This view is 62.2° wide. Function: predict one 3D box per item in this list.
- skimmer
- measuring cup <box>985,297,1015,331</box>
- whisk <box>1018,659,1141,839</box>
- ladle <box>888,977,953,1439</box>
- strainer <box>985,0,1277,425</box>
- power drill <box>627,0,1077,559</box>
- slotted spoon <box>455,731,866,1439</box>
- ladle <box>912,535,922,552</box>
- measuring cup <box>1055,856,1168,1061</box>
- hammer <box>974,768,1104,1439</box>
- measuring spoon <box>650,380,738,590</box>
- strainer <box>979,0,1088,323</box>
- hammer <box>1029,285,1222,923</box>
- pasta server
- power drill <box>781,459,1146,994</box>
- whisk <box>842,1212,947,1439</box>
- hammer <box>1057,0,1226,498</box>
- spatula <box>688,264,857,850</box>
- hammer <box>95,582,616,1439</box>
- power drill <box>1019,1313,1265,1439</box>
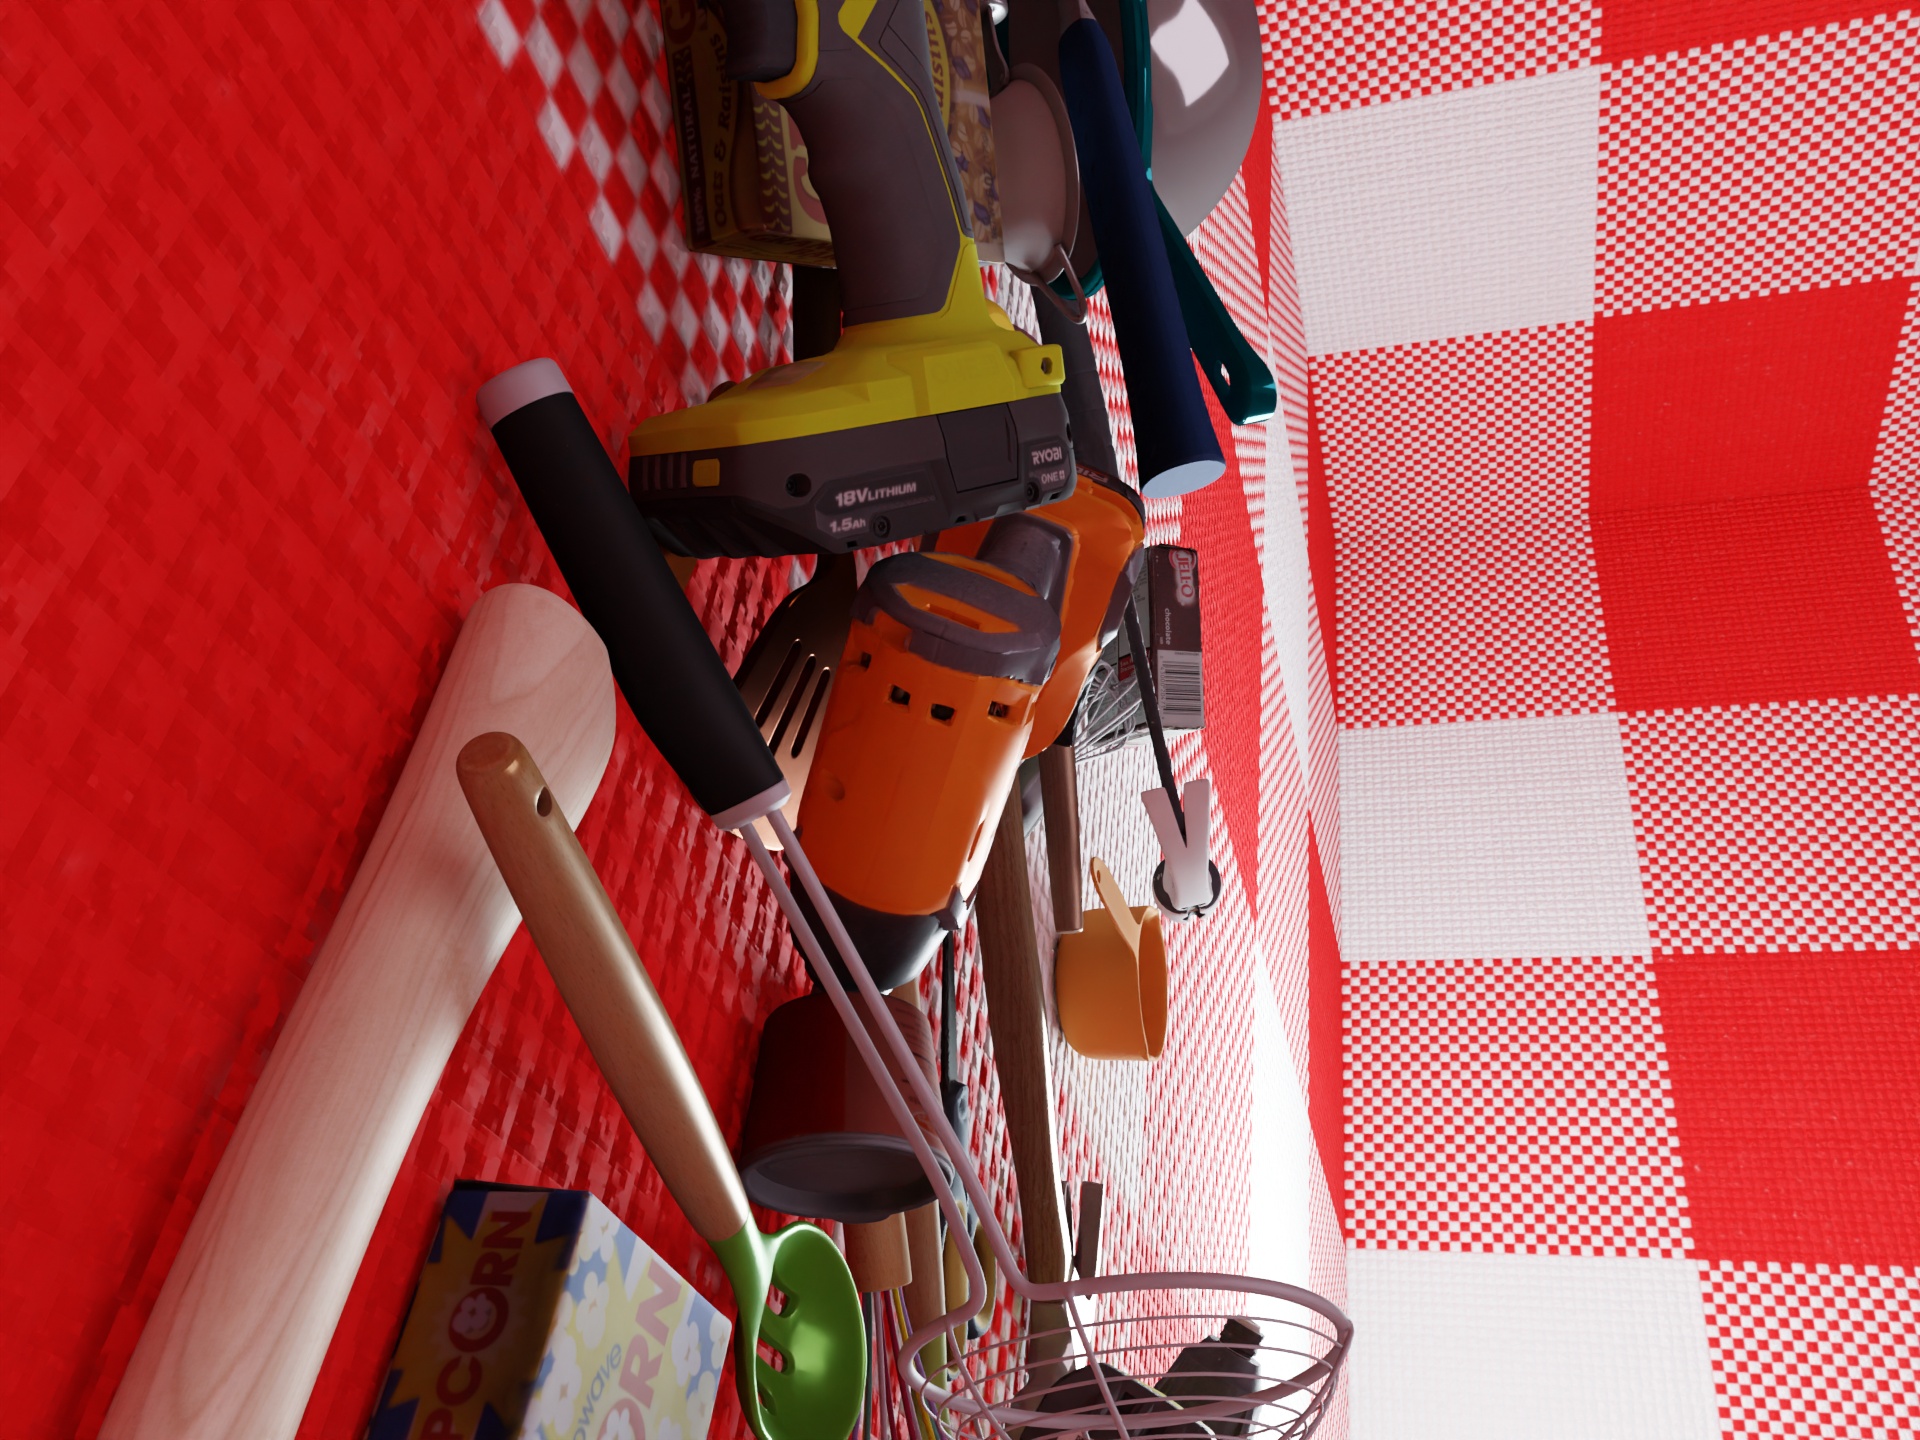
[{"bbox_3d":[-0.015,0.067,0.434,0.363,0.127,0.090,62,26,-5],"label":"skimmer"},{"bbox_3d":[0.010,-0.121,0.747,0.062,0.029,0.156,-7,94,-60],"label":"measuring cup"},{"bbox_3d":[0.051,0.020,0.837,0.057,0.059,0.246,69,26,-13],"label":"whisk"},{"bbox_3d":[-0.007,0.202,0.597,0.078,0.062,0.320,1,81,-44],"label":"ladle"},{"bbox_3d":[0.102,-0.262,0.722,0.210,0.095,0.341,99,-24,-54],"label":"strainer"},{"bbox_3d":[-0.051,-0.164,0.437,0.190,0.080,0.228,-20,107,-42],"label":"power drill"},{"bbox_3d":[-0.067,0.112,0.406,0.313,0.031,0.070,79,16,-46],"label":"slotted spoon"},{"bbox_3d":[-0.017,-0.227,0.709,0.069,0.031,0.315,10,79,-70],"label":"ladle"},{"bbox_3d":[0.073,0.125,0.873,0.173,0.052,0.095,62,29,-48],"label":"measuring cup"},{"bbox_3d":[0.032,0.169,0.740,0.130,0.031,0.331,-57,142,-64],"label":"hammer"},{"bbox_3d":[-0.086,-0.062,0.483,0.021,0.011,0.117,60,34,-42],"label":"measuring spoon"},{"bbox_3d":[0.008,-0.284,0.650,0.087,0.050,0.258,151,-68,-68],"label":"strainer"},{"bbox_3d":[0.076,-0.105,0.830,0.149,0.036,0.409,65,13,-70],"label":"hammer"},{"bbox_3d":[0.035,-0.054,0.779,0.060,0.040,0.316,31,53,-68],"label":"pasta server"},{"bbox_3d":[-0.001,-0.002,0.573,0.226,0.084,0.164,-59,168,-63],"label":"power drill"},{"bbox_3d":[-0.021,0.215,0.543,0.047,0.051,0.245,-28,-113,60],"label":"whisk"},{"bbox_3d":[0.046,-0.290,0.646,0.144,0.035,0.406,131,-52,-75],"label":"hammer"},{"bbox_3d":[-0.059,-0.118,0.559,0.081,0.041,0.323,48,37,-64],"label":"spatula"},{"bbox_3d":[-0.132,0.130,0.247,0.146,0.038,0.411,65,27,-46],"label":"hammer"},{"bbox_3d":[0.080,0.354,0.724,0.171,0.080,0.223,-62,155,-7],"label":"power drill"}]
